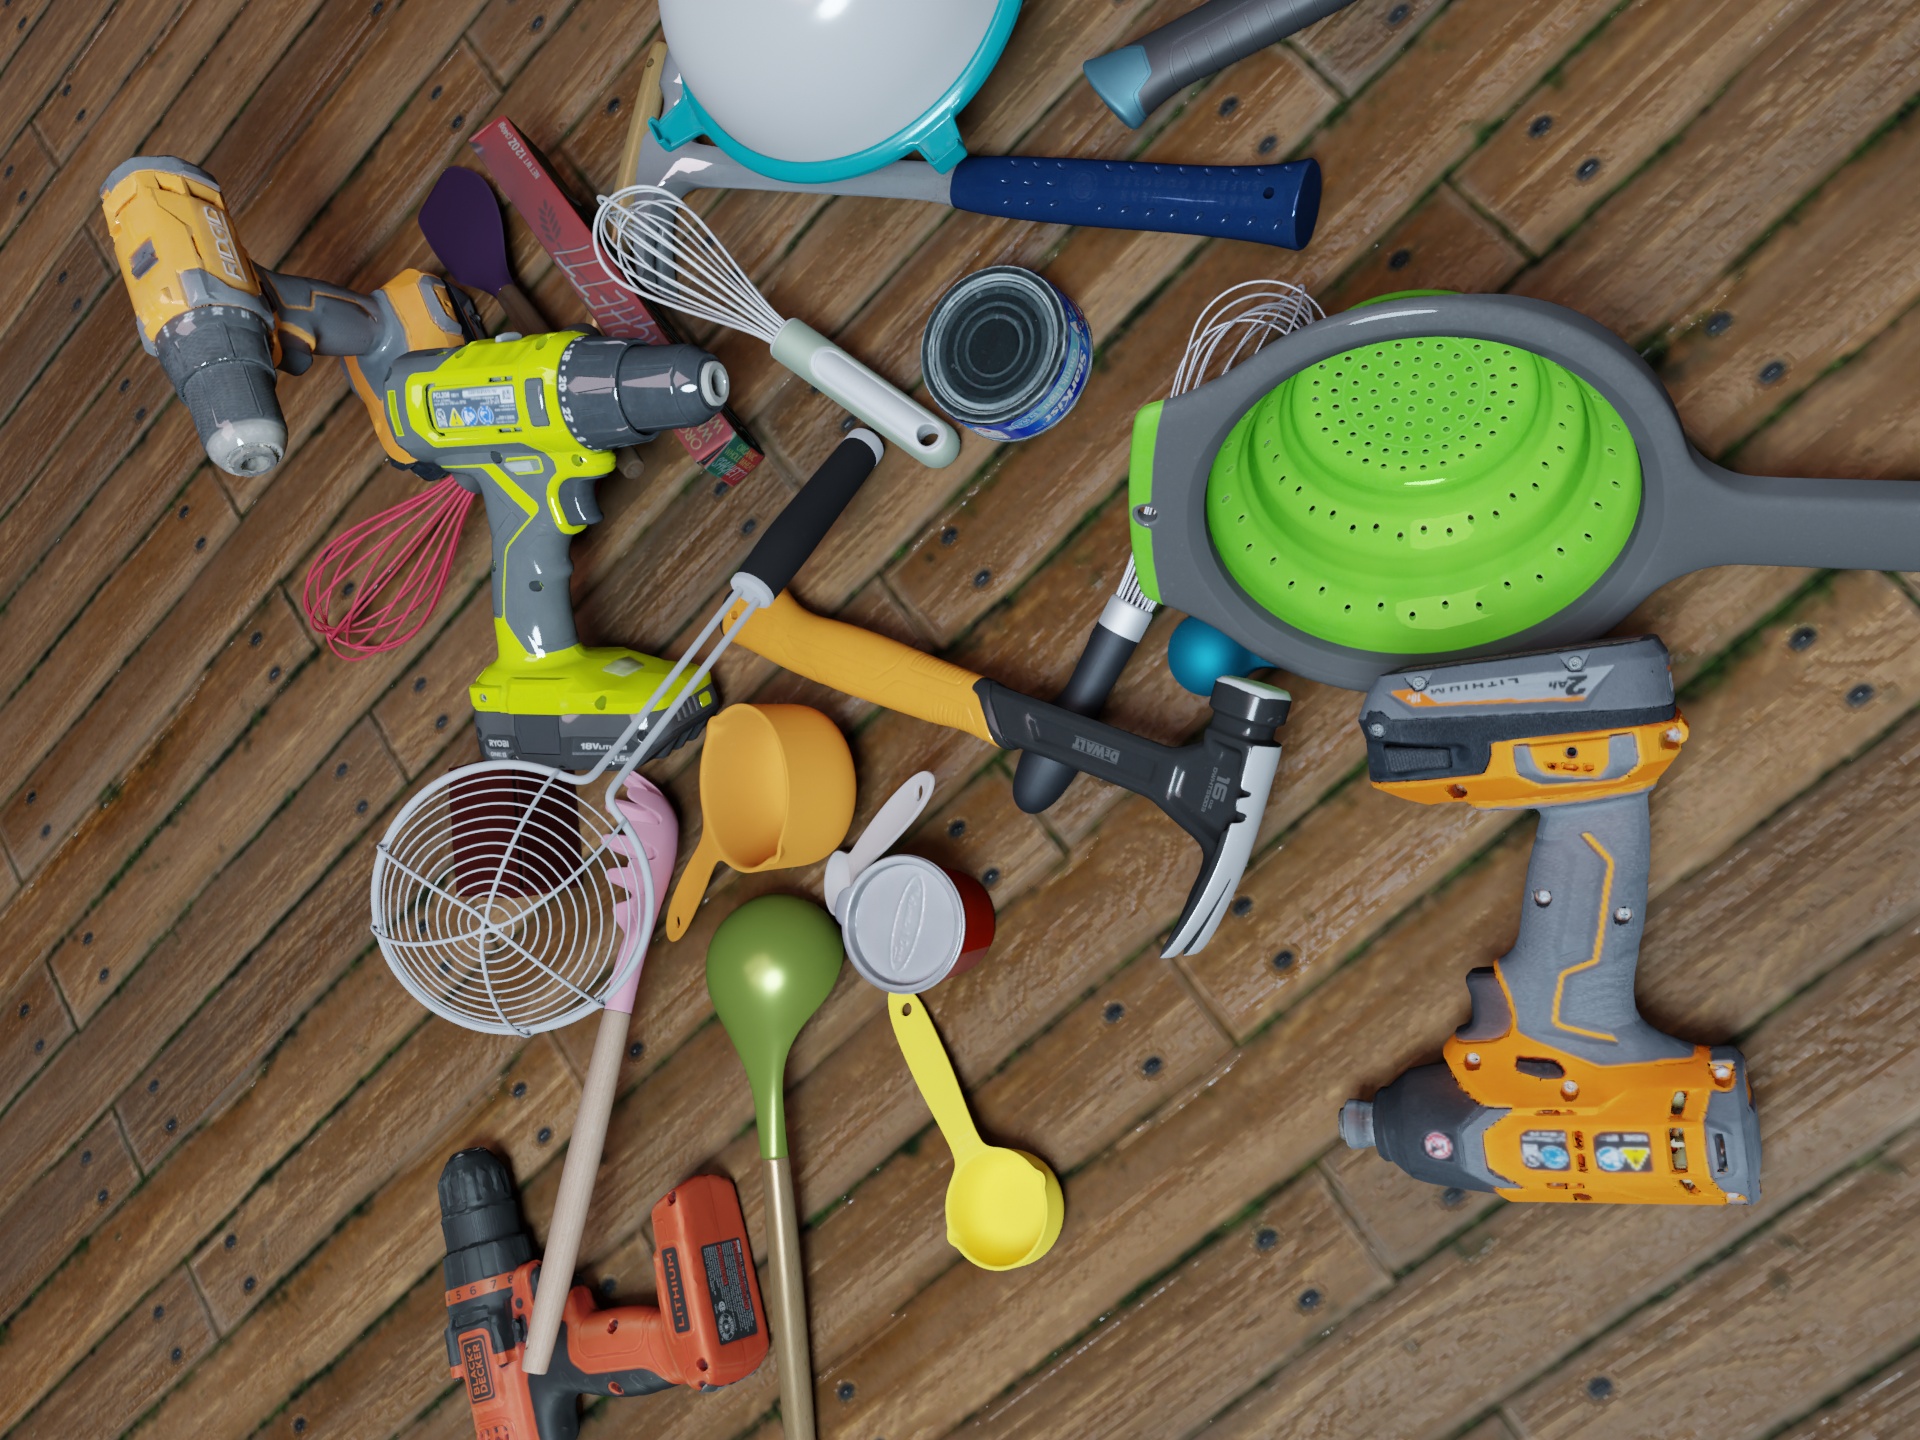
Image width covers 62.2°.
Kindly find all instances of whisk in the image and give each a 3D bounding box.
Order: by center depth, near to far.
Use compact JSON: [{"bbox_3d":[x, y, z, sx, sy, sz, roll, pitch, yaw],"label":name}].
[{"bbox_3d":[0.095,-0.078,0.767,0.070,0.070,0.284,34,105,25],"label":"whisk"},{"bbox_3d":[-0.101,-0.211,0.856,0.246,0.059,0.058,36,89,8],"label":"whisk"},{"bbox_3d":[-0.302,-0.132,0.941,0.296,0.073,0.073,-39,69,28],"label":"whisk"}]

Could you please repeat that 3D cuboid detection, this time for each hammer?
[{"bbox_3d":[0.212,-0.369,0.749,0.331,0.033,0.128,-20,77,23],"label":"hammer"},{"bbox_3d":[-0.001,-0.003,0.786,0.337,0.034,0.127,22,102,36],"label":"hammer"},{"bbox_3d":[-0.011,-0.282,0.850,0.406,0.035,0.144,14,90,27],"label":"hammer"}]

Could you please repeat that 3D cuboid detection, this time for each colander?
[{"bbox_3d":[0.272,-0.107,0.656,0.397,0.204,0.095,4,48,11],"label":"colander"}]

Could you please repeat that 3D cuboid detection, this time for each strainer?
[{"bbox_3d":[-0.063,-0.450,0.794,0.211,0.095,0.340,14,92,26],"label":"strainer"}]

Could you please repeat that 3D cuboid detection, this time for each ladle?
[{"bbox_3d":[-0.088,0.251,0.834,0.078,0.062,0.320,-6,89,25],"label":"ladle"},{"bbox_3d":[-0.215,-0.254,0.954,0.069,0.031,0.315,12,88,28],"label":"ladle"}]

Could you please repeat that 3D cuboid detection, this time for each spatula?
[{"bbox_3d":[-0.261,-0.245,0.957,0.059,0.018,0.316,-50,56,19],"label":"spatula"}]

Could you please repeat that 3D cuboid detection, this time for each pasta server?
[{"bbox_3d":[-0.198,0.182,0.855,0.060,0.040,0.316,-23,53,63],"label":"pasta server"}]

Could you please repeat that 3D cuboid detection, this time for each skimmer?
[{"bbox_3d":[-0.144,-0.012,0.790,0.127,0.363,0.090,36,147,-6],"label":"skimmer"}]

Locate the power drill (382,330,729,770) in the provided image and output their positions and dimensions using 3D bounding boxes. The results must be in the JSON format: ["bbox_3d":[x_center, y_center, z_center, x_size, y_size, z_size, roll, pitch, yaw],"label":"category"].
[{"bbox_3d":[-0.201,-0.093,0.852,0.190,0.080,0.228,1,108,22],"label":"power drill"}]

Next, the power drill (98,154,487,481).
[{"bbox_3d":[-0.362,-0.203,0.908,0.084,0.226,0.185,-32,72,20],"label":"power drill"}]

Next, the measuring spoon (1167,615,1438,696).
[{"bbox_3d":[0.156,-0.034,0.746,0.129,0.021,0.042,-1,84,26],"label":"measuring spoon"}]

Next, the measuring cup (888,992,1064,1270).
[{"bbox_3d":[0.003,0.200,0.801,0.062,0.029,0.157,-39,57,18],"label":"measuring cup"}]

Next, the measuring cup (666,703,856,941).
[{"bbox_3d":[-0.111,0.063,0.860,0.095,0.052,0.173,59,135,31],"label":"measuring cup"}]

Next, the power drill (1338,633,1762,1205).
[{"bbox_3d":[0.227,0.087,0.655,0.164,0.084,0.226,-8,92,25],"label":"power drill"}]

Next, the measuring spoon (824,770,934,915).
[{"bbox_3d":[-0.037,0.062,0.809,0.124,0.018,0.034,-50,44,44],"label":"measuring spoon"}]
